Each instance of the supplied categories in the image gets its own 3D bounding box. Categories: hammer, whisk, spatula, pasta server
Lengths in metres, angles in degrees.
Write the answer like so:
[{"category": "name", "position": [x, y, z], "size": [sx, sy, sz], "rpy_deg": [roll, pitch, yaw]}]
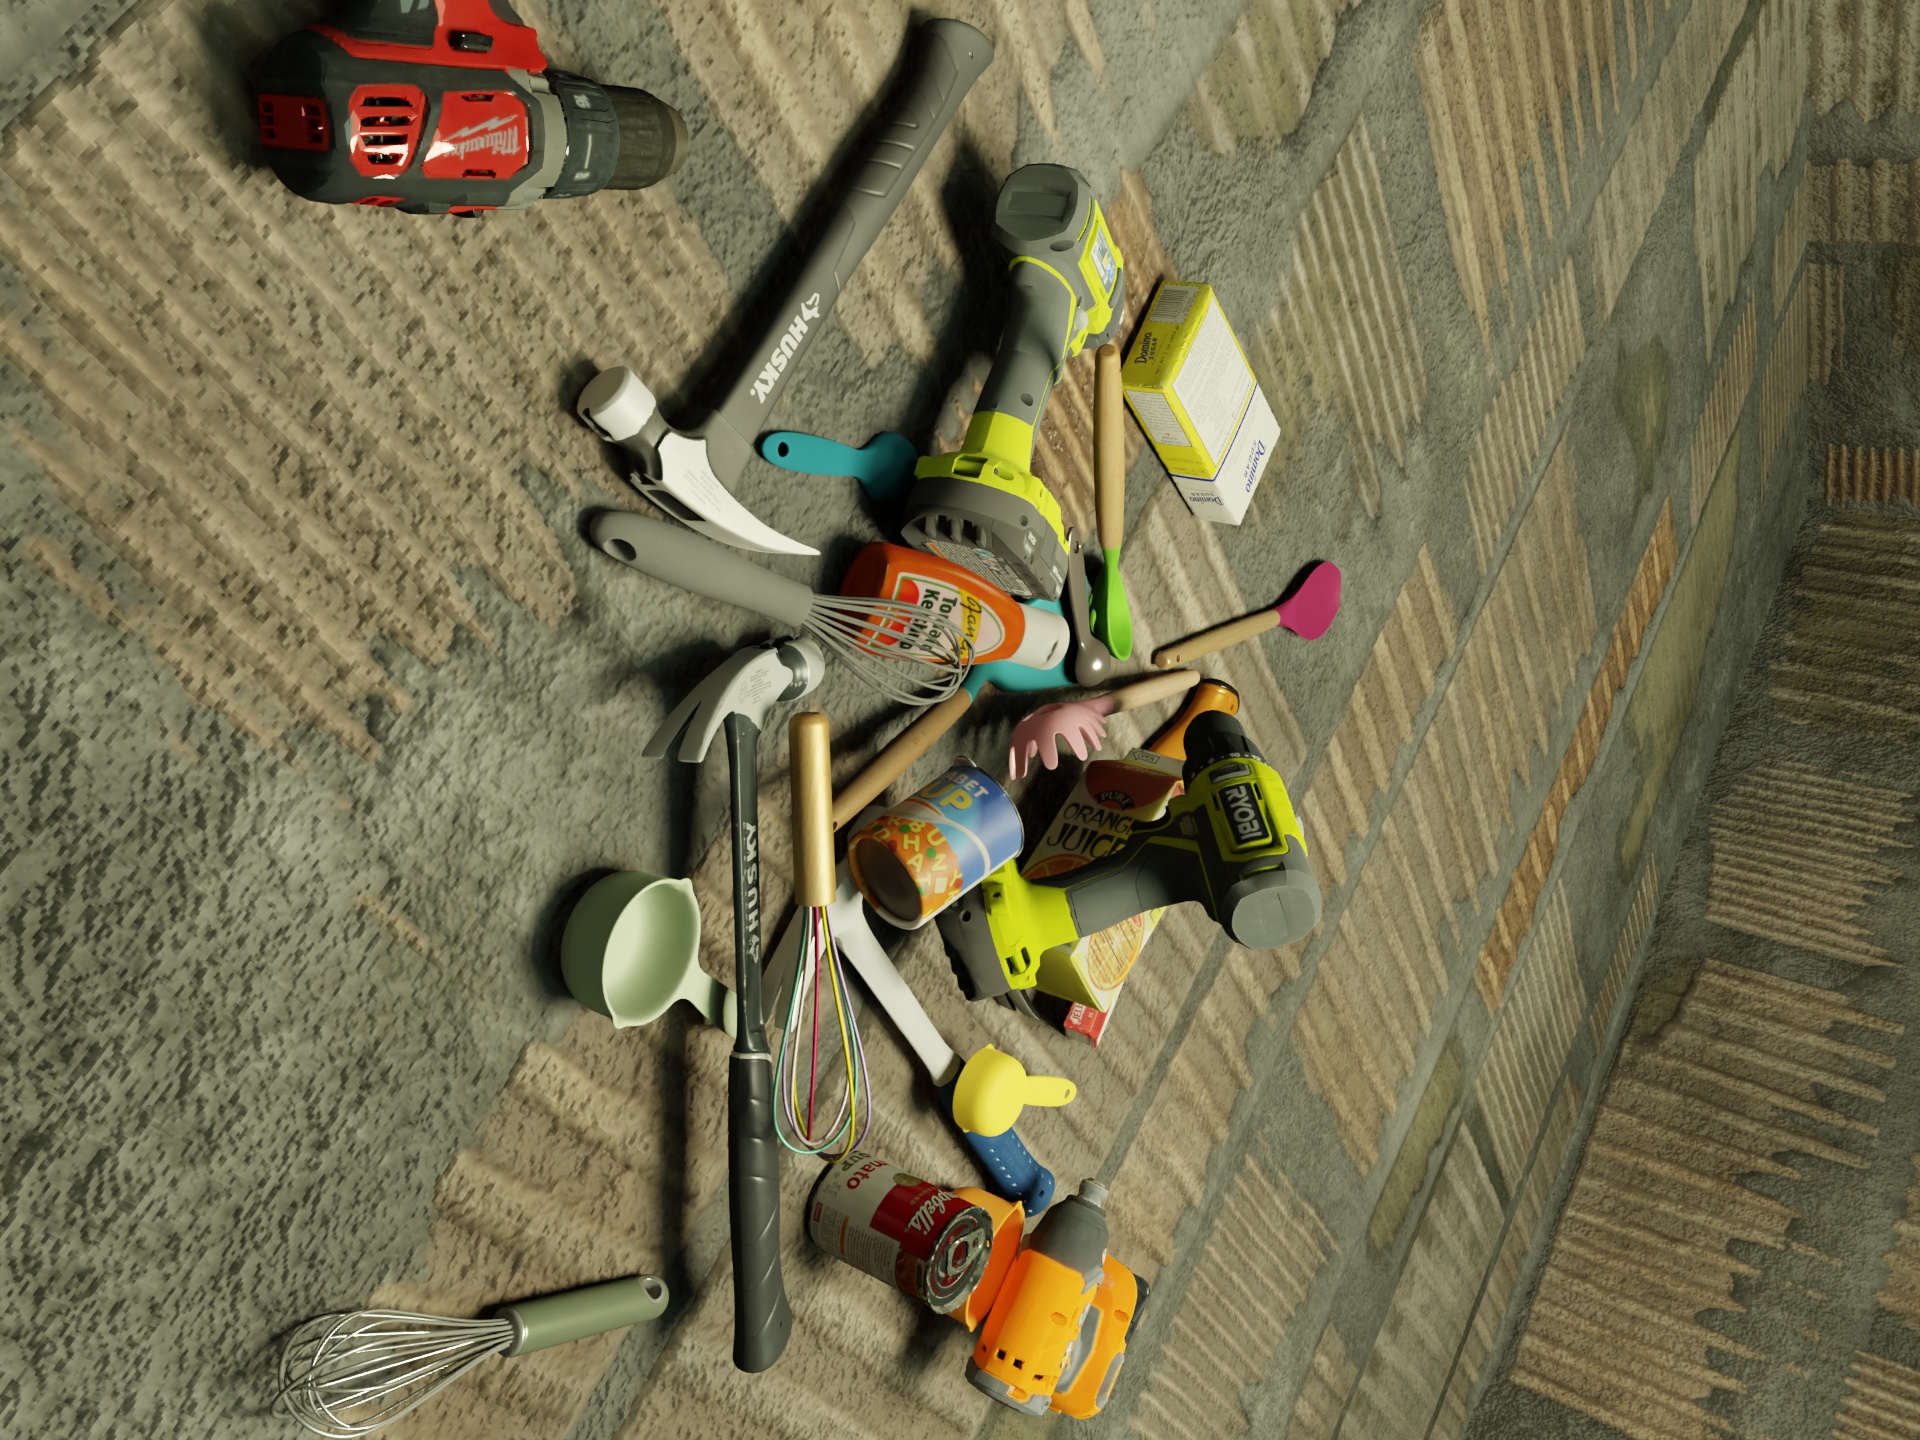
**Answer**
[{"category": "hammer", "position": [-0.064, -0.239, 0.834], "size": [0.146, 0.035, 0.335], "rpy_deg": [47, 62, -42]}, {"category": "whisk", "position": [-0.234, 0.309, 0.797], "size": [0.059, 0.058, 0.246], "rpy_deg": [-46, 152, 18]}, {"category": "whisk", "position": [-0.087, -0.059, 0.828], "size": [0.238, 0.055, 0.055], "rpy_deg": [21, 84, -36]}, {"category": "hammer", "position": [-0.114, 0.166, 0.856], "size": [0.149, 0.036, 0.408], "rpy_deg": [-36, 128, -67]}, {"category": "spatula", "position": [-0.002, -0.003, 0.974], "size": [0.317, 0.044, 0.082], "rpy_deg": [-43, 139, -52]}, {"category": "hammer", "position": [0.121, 0.076, 1.202], "size": [0.337, 0.034, 0.127], "rpy_deg": [-43, 132, -38]}, {"category": "pasta server", "position": [0.115, -0.007, 1.131], "size": [0.316, 0.060, 0.040], "rpy_deg": [-16, 89, -61]}, {"category": "whisk", "position": [-0.079, 0.117, 0.843], "size": [0.051, 0.047, 0.245], "rpy_deg": [-4, 98, -14]}, {"category": "hammer", "position": [-0.017, 0.234, 1.068], "size": [0.144, 0.035, 0.405], "rpy_deg": [-55, 140, -27]}]

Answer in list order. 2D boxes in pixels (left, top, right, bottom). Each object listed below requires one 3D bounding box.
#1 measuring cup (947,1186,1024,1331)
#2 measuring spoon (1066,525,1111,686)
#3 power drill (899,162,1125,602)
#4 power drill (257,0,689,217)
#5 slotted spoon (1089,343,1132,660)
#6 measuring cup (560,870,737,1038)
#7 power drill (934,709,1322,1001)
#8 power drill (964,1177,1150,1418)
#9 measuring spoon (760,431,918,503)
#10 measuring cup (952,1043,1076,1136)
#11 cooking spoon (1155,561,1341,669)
[{"category": "measuring cup", "position": [0.016, 0.382, 1.158], "size": [0.095, 0.052, 0.173], "rpy_deg": [-69, 160, -5]}, {"category": "measuring spoon", "position": [0.086, -0.074, 1.061], "size": [0.034, 0.018, 0.124], "rpy_deg": [-49, 140, -40]}, {"category": "power drill", "position": [0.045, -0.193, 0.960], "size": [0.171, 0.080, 0.223], "rpy_deg": [37, 68, -69]}, {"category": "power drill", "position": [-0.183, -0.314, 0.620], "size": [0.188, 0.080, 0.226], "rpy_deg": [-21, 121, -49]}, {"category": "slotted spoon", "position": [0.095, -0.132, 1.020], "size": [0.313, 0.031, 0.070], "rpy_deg": [79, 13, -61]}, {"category": "measuring cup", "position": [-0.157, 0.135, 0.847], "size": [0.083, 0.038, 0.167], "rpy_deg": [-66, 153, -21]}, {"category": "power drill", "position": [0.098, 0.080, 1.007], "size": [0.191, 0.228, 0.080], "rpy_deg": [-98, 171, -54]}, {"category": "power drill", "position": [0.082, 0.437, 1.195], "size": [0.164, 0.084, 0.226], "rpy_deg": [-63, 157, -17]}, {"category": "measuring spoon", "position": [-0.062, -0.144, 0.886], "size": [0.128, 0.021, 0.042], "rpy_deg": [-2, 103, -55]}, {"category": "measuring cup", "position": [0.049, 0.262, 1.111], "size": [0.156, 0.029, 0.062], "rpy_deg": [20, 85, -53]}, {"category": "cooking spoon", "position": [0.250, -0.082, 1.338], "size": [0.319, 0.017, 0.068], "rpy_deg": [-21, 117, -50]}]
